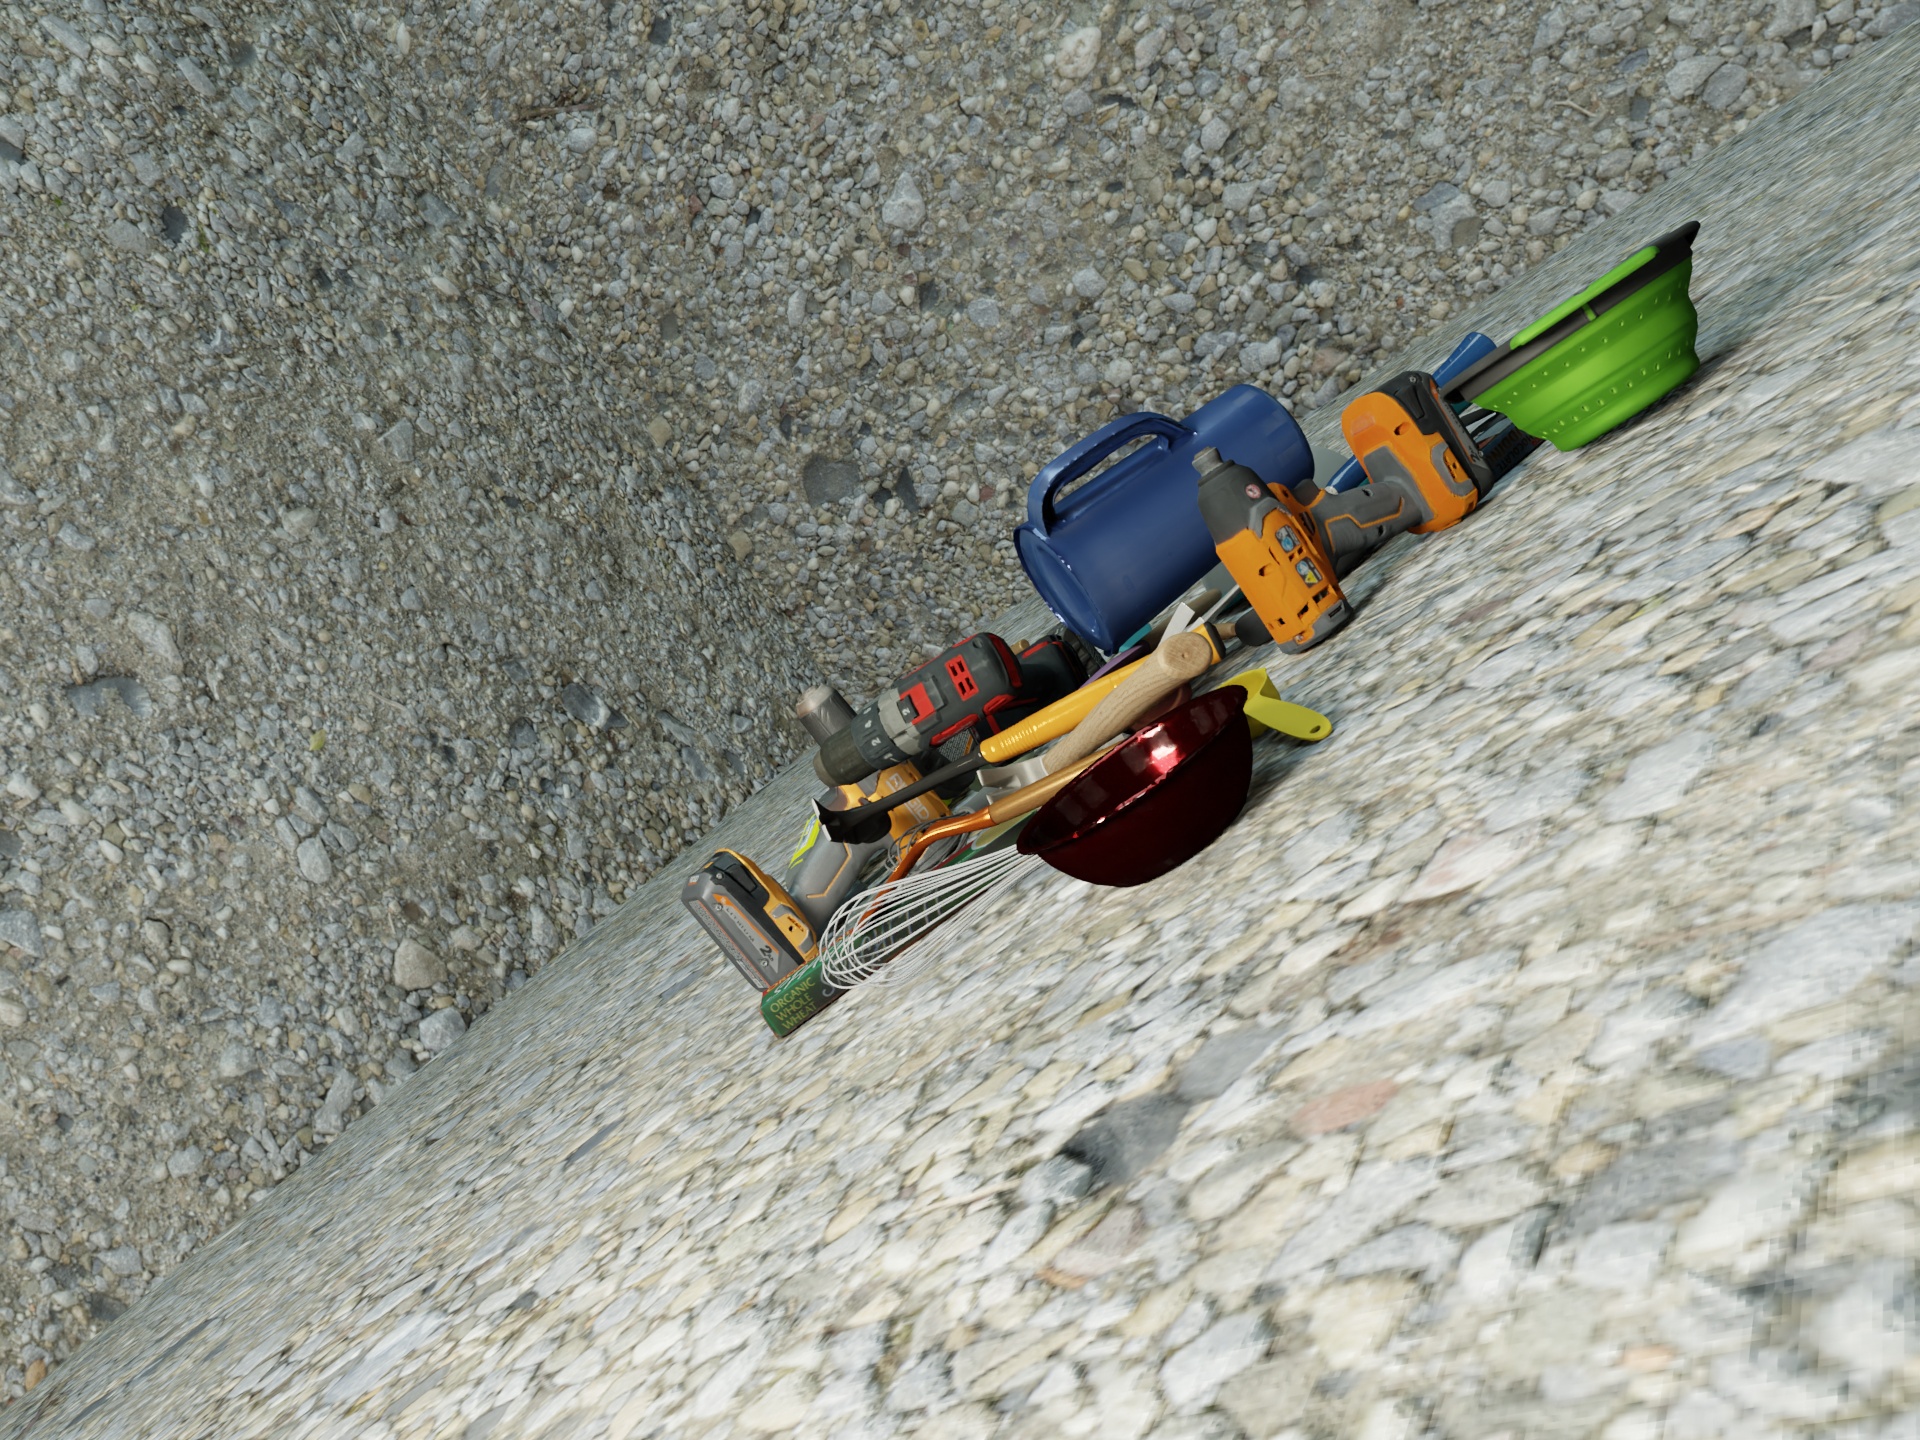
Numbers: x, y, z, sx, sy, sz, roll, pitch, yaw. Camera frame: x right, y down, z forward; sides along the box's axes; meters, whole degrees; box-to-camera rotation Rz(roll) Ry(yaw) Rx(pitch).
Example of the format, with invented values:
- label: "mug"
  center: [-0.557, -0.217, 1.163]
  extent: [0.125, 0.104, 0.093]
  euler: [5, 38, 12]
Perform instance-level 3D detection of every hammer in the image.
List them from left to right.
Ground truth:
- label: "hammer"
  center: [0.046, 0.011, 1.220]
  extent: [0.337, 0.034, 0.127]
  euler: [-27, -11, 10]
- label: "hammer"
  center: [0.096, 0.003, 1.084]
  extent: [0.130, 0.031, 0.331]
  euler: [-22, -9, -16]
- label: "hammer"
  center: [0.308, -0.185, 1.342]
  extent: [0.405, 0.035, 0.144]
  euler: [-44, -9, -8]
- label: "hammer"
  center: [0.382, -0.189, 1.380]
  extent: [0.409, 0.036, 0.149]
  euler: [-38, 5, -22]

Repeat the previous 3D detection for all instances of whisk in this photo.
- label: "whisk"
  center: [0.007, 0.085, 1.328]
  extent: [0.055, 0.055, 0.239]
  euler: [-32, 2, 35]
- label: "whisk"
  center: [0.030, 0.095, 1.036]
  extent: [0.284, 0.070, 0.070]
  euler: [-30, 6, 8]

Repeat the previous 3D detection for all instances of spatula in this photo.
- label: "spatula"
  center: [0.048, 0.062, 1.082]
  extent: [0.322, 0.041, 0.081]
  euler: [-27, 9, 28]
- label: "spatula"
  center: [0.171, -0.072, 1.391]
  extent: [0.059, 0.018, 0.316]
  euler: [-40, -4, 34]
- label: "spatula"
  center: [0.203, -0.089, 1.566]
  extent: [0.082, 0.044, 0.317]
  euler: [2, -1, -15]

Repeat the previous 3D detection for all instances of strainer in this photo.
- label: "strainer"
  center: [0.339, -0.236, 1.533]
  extent: [0.340, 0.095, 0.211]
  euler: [-41, -1, 44]

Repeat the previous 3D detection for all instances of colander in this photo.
- label: "colander"
  center: [0.481, -0.272, 1.228]
  extent: [0.204, 0.094, 0.397]
  euler: [-34, -1, 17]

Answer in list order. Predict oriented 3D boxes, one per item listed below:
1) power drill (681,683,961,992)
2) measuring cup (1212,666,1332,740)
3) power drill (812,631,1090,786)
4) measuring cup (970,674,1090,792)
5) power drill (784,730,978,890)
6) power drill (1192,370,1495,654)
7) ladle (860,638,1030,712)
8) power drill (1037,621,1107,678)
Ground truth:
- label: "power drill"
  center: [-0.128, 0.094, 1.341]
  extent: [0.226, 0.185, 0.084]
  euler: [-42, 9, -24]
- label: "measuring cup"
  center: [0.197, 0.003, 0.997]
  extent: [0.062, 0.029, 0.157]
  euler: [-39, 18, -6]
- label: "power drill"
  center: [-0.002, -0.004, 1.309]
  extent: [0.188, 0.080, 0.226]
  euler: [-31, -12, 23]
- label: "measuring cup"
  center: [0.071, 0.014, 1.552]
  extent: [0.167, 0.038, 0.083]
  euler: [-35, 5, -17]
- label: "power drill"
  center: [-0.075, 0.065, 1.539]
  extent: [0.223, 0.080, 0.171]
  euler: [-42, 18, 33]
- label: "power drill"
  center: [0.282, -0.173, 1.203]
  extent: [0.226, 0.164, 0.084]
  euler: [-36, 4, -24]
- label: "ladle"
  center: [-0.021, -0.033, 1.707]
  extent: [0.078, 0.062, 0.320]
  euler: [-48, 9, -34]
- label: "power drill"
  center: [0.045, -0.004, 1.662]
  extent: [0.228, 0.080, 0.190]
  euler: [-38, 4, 11]
